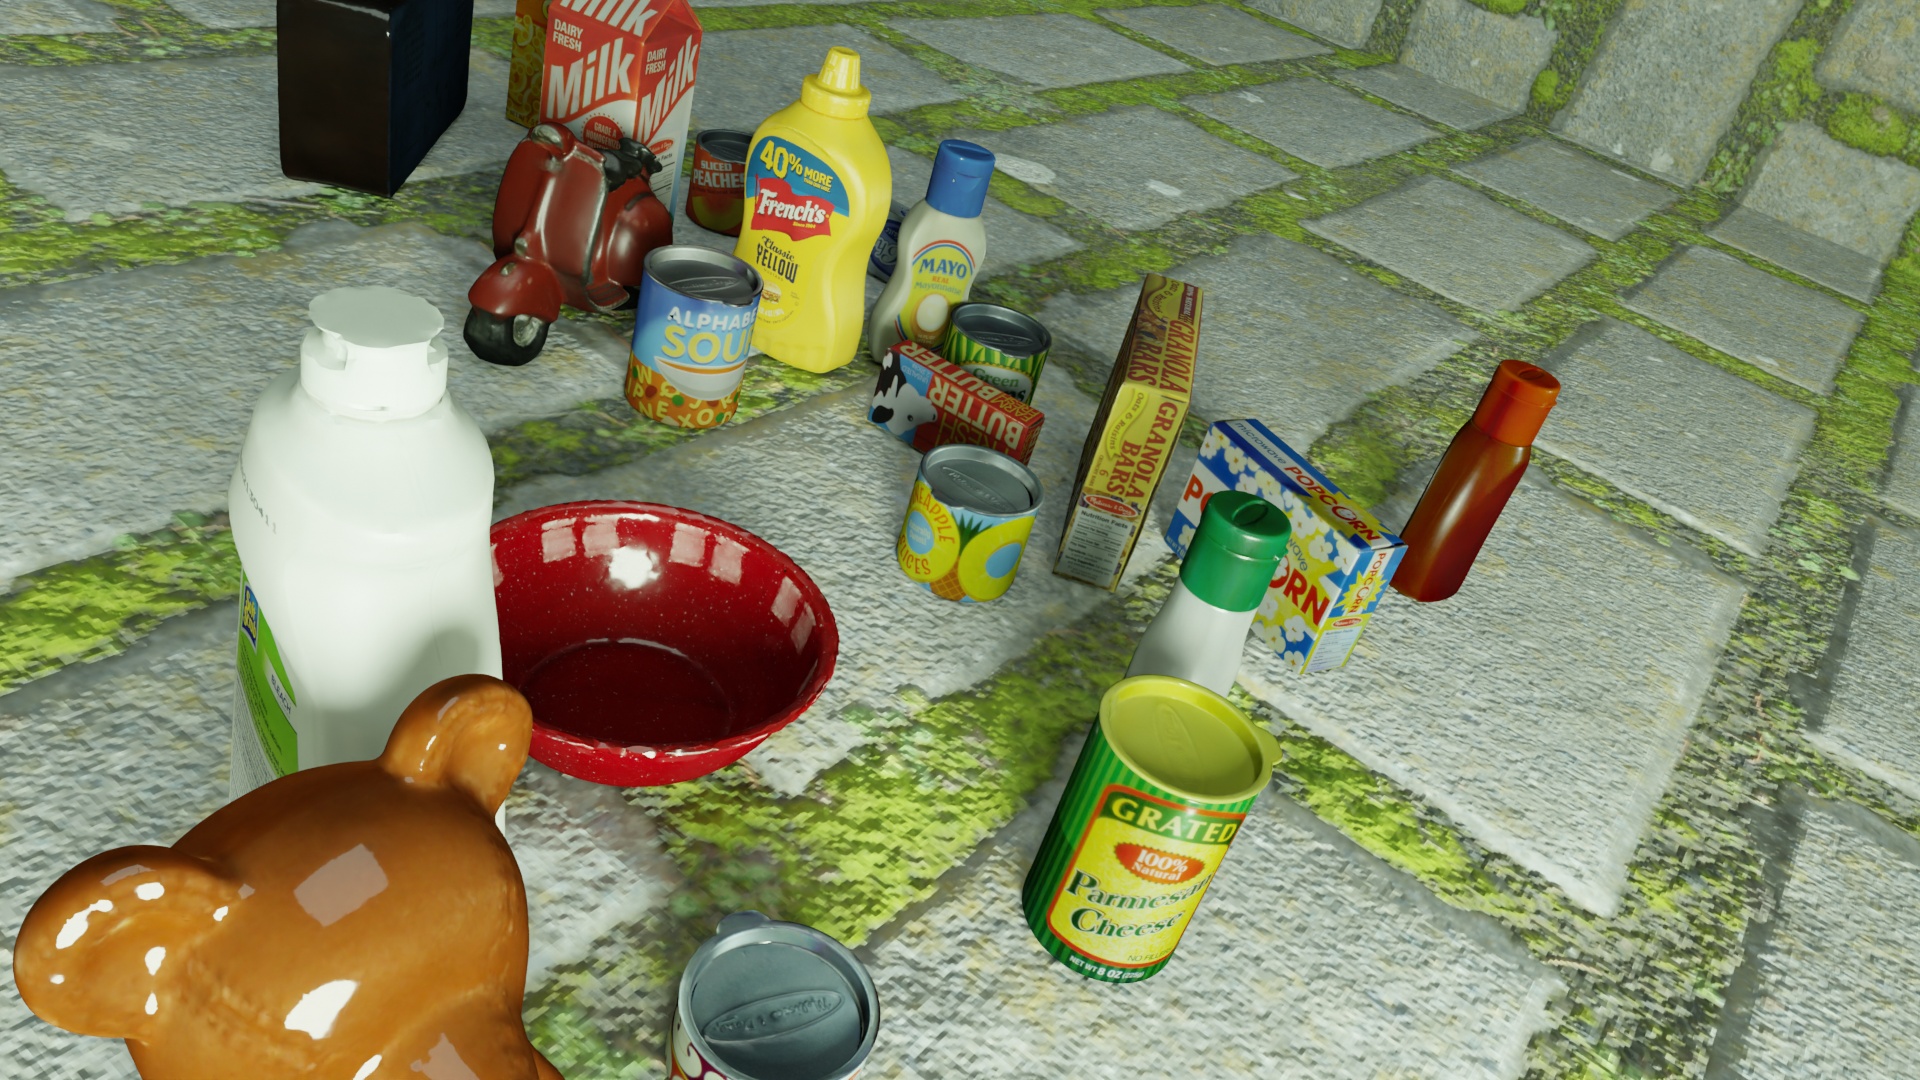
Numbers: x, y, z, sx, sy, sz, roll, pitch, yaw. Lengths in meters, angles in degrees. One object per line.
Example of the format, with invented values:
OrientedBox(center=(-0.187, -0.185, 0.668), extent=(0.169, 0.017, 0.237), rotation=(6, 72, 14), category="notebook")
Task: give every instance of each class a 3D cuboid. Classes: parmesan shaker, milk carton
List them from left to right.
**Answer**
OrientedBox(center=(-0.225, -0.291, 0.914), extent=(0.072, 0.189, 0.074), rotation=(25, 33, 11), category="milk carton")
OrientedBox(center=(0.071, 0.112, 0.531), extent=(0.071, 0.102, 0.072), rotation=(13, 32, -8), category="parmesan shaker")

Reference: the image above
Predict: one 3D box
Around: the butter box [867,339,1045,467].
OrientedBox(center=(-0.003, -0.072, 0.820), extent=(0.103, 0.052, 0.024), rotation=(31, 34, 20), category="butter box")

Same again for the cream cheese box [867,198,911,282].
OrientedBox(center=(-0.037, -0.211, 1.012), extent=(0.104, 0.053, 0.024), rotation=(31, 35, 21), category="cream cheese box")

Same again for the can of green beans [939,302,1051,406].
OrientedBox(center=(0.018, -0.111, 0.884), extent=(0.071, 0.057, 0.071), rotation=(13, 33, -8), category="can of green beans")

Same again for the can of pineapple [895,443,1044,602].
OrientedBox(center=(0.003, -0.009, 0.723), extent=(0.071, 0.057, 0.071), rotation=(13, 33, -8), category="can of pineapple")

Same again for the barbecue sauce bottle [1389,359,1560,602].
OrientedBox(center=(0.303, -0.034, 0.821), extent=(0.065, 0.147, 0.044), rotation=(-17, 46, -42), category="barbecue sauce bottle")

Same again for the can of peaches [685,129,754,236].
OrientedBox(center=(-0.167, -0.263, 1.024), extent=(0.071, 0.057, 0.071), rotation=(13, 33, -8), category="can of peaches")

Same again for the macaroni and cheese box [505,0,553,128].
OrientedBox(center=(-0.275, -0.378, 1.046), extent=(0.124, 0.165, 0.040), rotation=(26, 33, 13), category="macaroni and cheese box")

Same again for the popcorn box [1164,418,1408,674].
OrientedBox(center=(0.174, 0.001, 0.765), extent=(0.038, 0.084, 0.127), rotation=(-7, 39, -33), category="popcorn box")

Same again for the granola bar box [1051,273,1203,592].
OrientedBox(center=(0.098, -0.066, 0.793), extent=(0.039, 0.123, 0.166), rotation=(19, 32, 1), category="granola bar box")

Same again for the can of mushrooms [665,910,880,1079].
OrientedBox(center=(-0.063, 0.160, 0.459), extent=(0.071, 0.033, 0.071), rotation=(13, 33, -8), category="can of mushrooms")

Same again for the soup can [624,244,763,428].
OrientedBox(center=(-0.150, -0.113, 0.782), extent=(0.071, 0.083, 0.072), rotation=(13, 32, -8), category="soup can")

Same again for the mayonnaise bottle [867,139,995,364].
OrientedBox(center=(-0.015, -0.180, 0.888), extent=(0.065, 0.147, 0.041), rotation=(7, 34, -17), category="mayonnaise bottle")

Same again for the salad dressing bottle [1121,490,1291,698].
OrientedBox(center=(0.099, 0.048, 0.600), extent=(0.044, 0.146, 0.064), rotation=(33, 35, 23), category="salad dressing bottle")
